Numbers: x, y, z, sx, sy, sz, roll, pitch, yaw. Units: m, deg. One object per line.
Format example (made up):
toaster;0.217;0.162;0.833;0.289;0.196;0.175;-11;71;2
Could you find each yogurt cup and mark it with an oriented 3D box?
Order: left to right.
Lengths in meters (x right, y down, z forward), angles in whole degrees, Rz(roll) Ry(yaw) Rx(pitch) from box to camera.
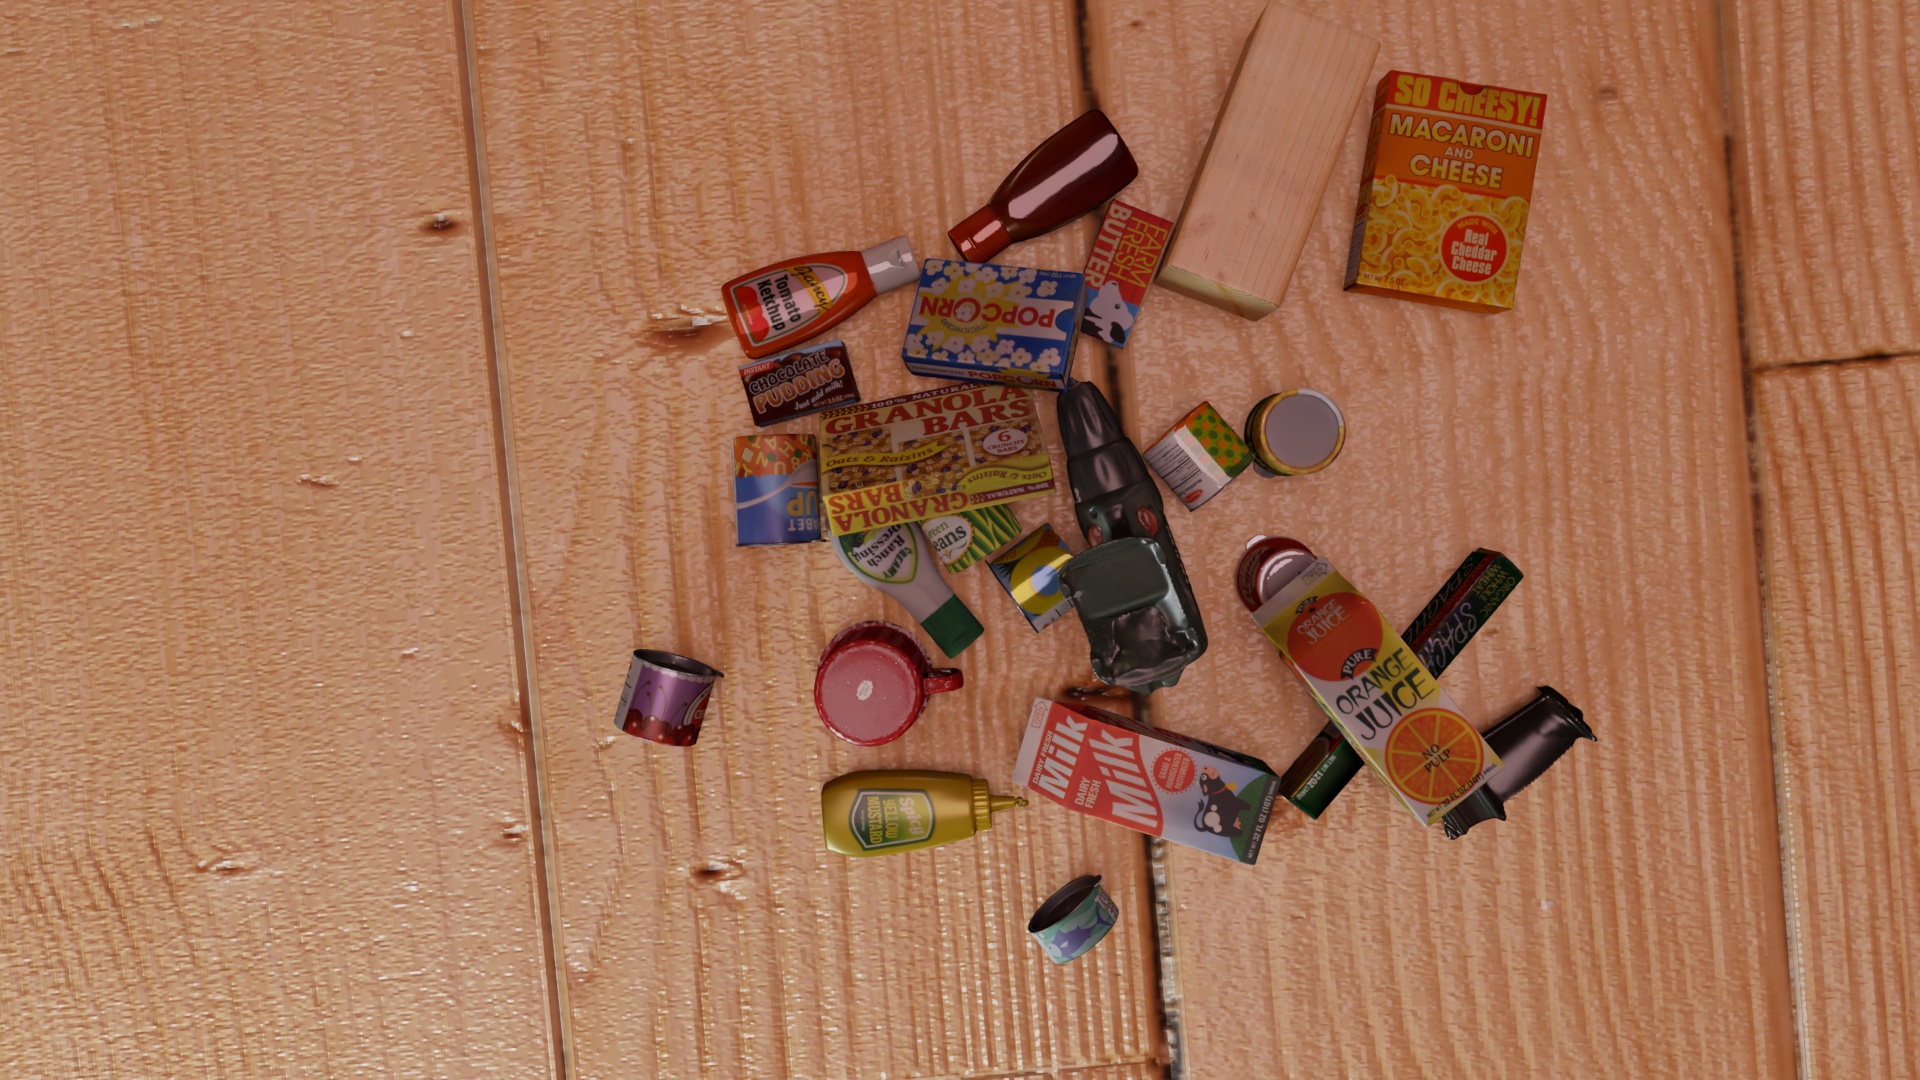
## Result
yogurt cup;0.250;0.032;1.071;0.072;0.054;0.072;0;92;0

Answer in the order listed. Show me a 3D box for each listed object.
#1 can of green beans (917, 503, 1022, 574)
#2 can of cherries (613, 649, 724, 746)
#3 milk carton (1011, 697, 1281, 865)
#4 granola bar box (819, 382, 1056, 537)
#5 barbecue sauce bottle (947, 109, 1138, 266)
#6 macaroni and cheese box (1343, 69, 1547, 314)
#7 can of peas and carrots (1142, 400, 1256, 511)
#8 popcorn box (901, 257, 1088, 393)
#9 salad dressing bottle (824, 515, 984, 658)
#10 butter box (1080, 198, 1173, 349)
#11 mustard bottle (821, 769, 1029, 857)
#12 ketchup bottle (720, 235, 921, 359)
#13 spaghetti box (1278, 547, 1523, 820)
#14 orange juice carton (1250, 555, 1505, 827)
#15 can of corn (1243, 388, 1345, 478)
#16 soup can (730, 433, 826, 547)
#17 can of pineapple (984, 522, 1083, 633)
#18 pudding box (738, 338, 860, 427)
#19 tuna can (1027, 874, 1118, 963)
can of green beans;0.005;-0.014;1.064;0.071;0.071;0.058;-32;92;1
can of cherries;-0.224;0.121;1.068;0.071;0.071;0.058;16;92;0
milk carton;0.139;0.180;1.065;0.191;0.073;0.072;17;92;0
granola bar box;-0.021;-0.067;1.035;0.166;0.125;0.038;-11;125;0
barbecue sauce bottle;0.060;-0.265;1.069;0.148;0.044;0.065;-35;98;2
macaroni and cheese box;0.373;-0.267;1.070;0.124;0.040;0.166;9;92;-1
can of peas and carrots;0.183;-0.066;1.064;0.071;0.071;0.058;-41;91;1
popcorn box;0.026;-0.163;1.049;0.127;0.038;0.085;8;72;15
salad dressing bottle;-0.042;0.025;1.076;0.064;0.044;0.147;-41;91;0
butter box;0.122;-0.205;1.072;0.053;0.024;0.103;21;103;-1
mustard bottle;-0.027;0.207;1.078;0.160;0.049;0.065;-6;93;0
ketchup bottle;-0.105;-0.193;1.072;0.149;0.043;0.064;-21;90;0
spaghetti box;0.338;0.109;1.074;0.028;0.050;0.250;40;91;-2
orange juice carton;0.299;0.107;1.013;0.072;0.073;0.193;-39;87;3
can of corn;0.255;-0.080;1.066;0.071;0.058;0.071;0;91;0
soup can;-0.138;-0.038;1.063;0.071;0.071;0.083;-3;91;0
can of pineapple;0.062;0.027;1.065;0.058;0.071;0.071;-36;91;1
pudding box;-0.125;-0.122;1.080;0.084;0.030;0.049;-15;91;0
tuna can;0.089;0.291;1.071;0.071;0.071;0.033;-37;93;1
